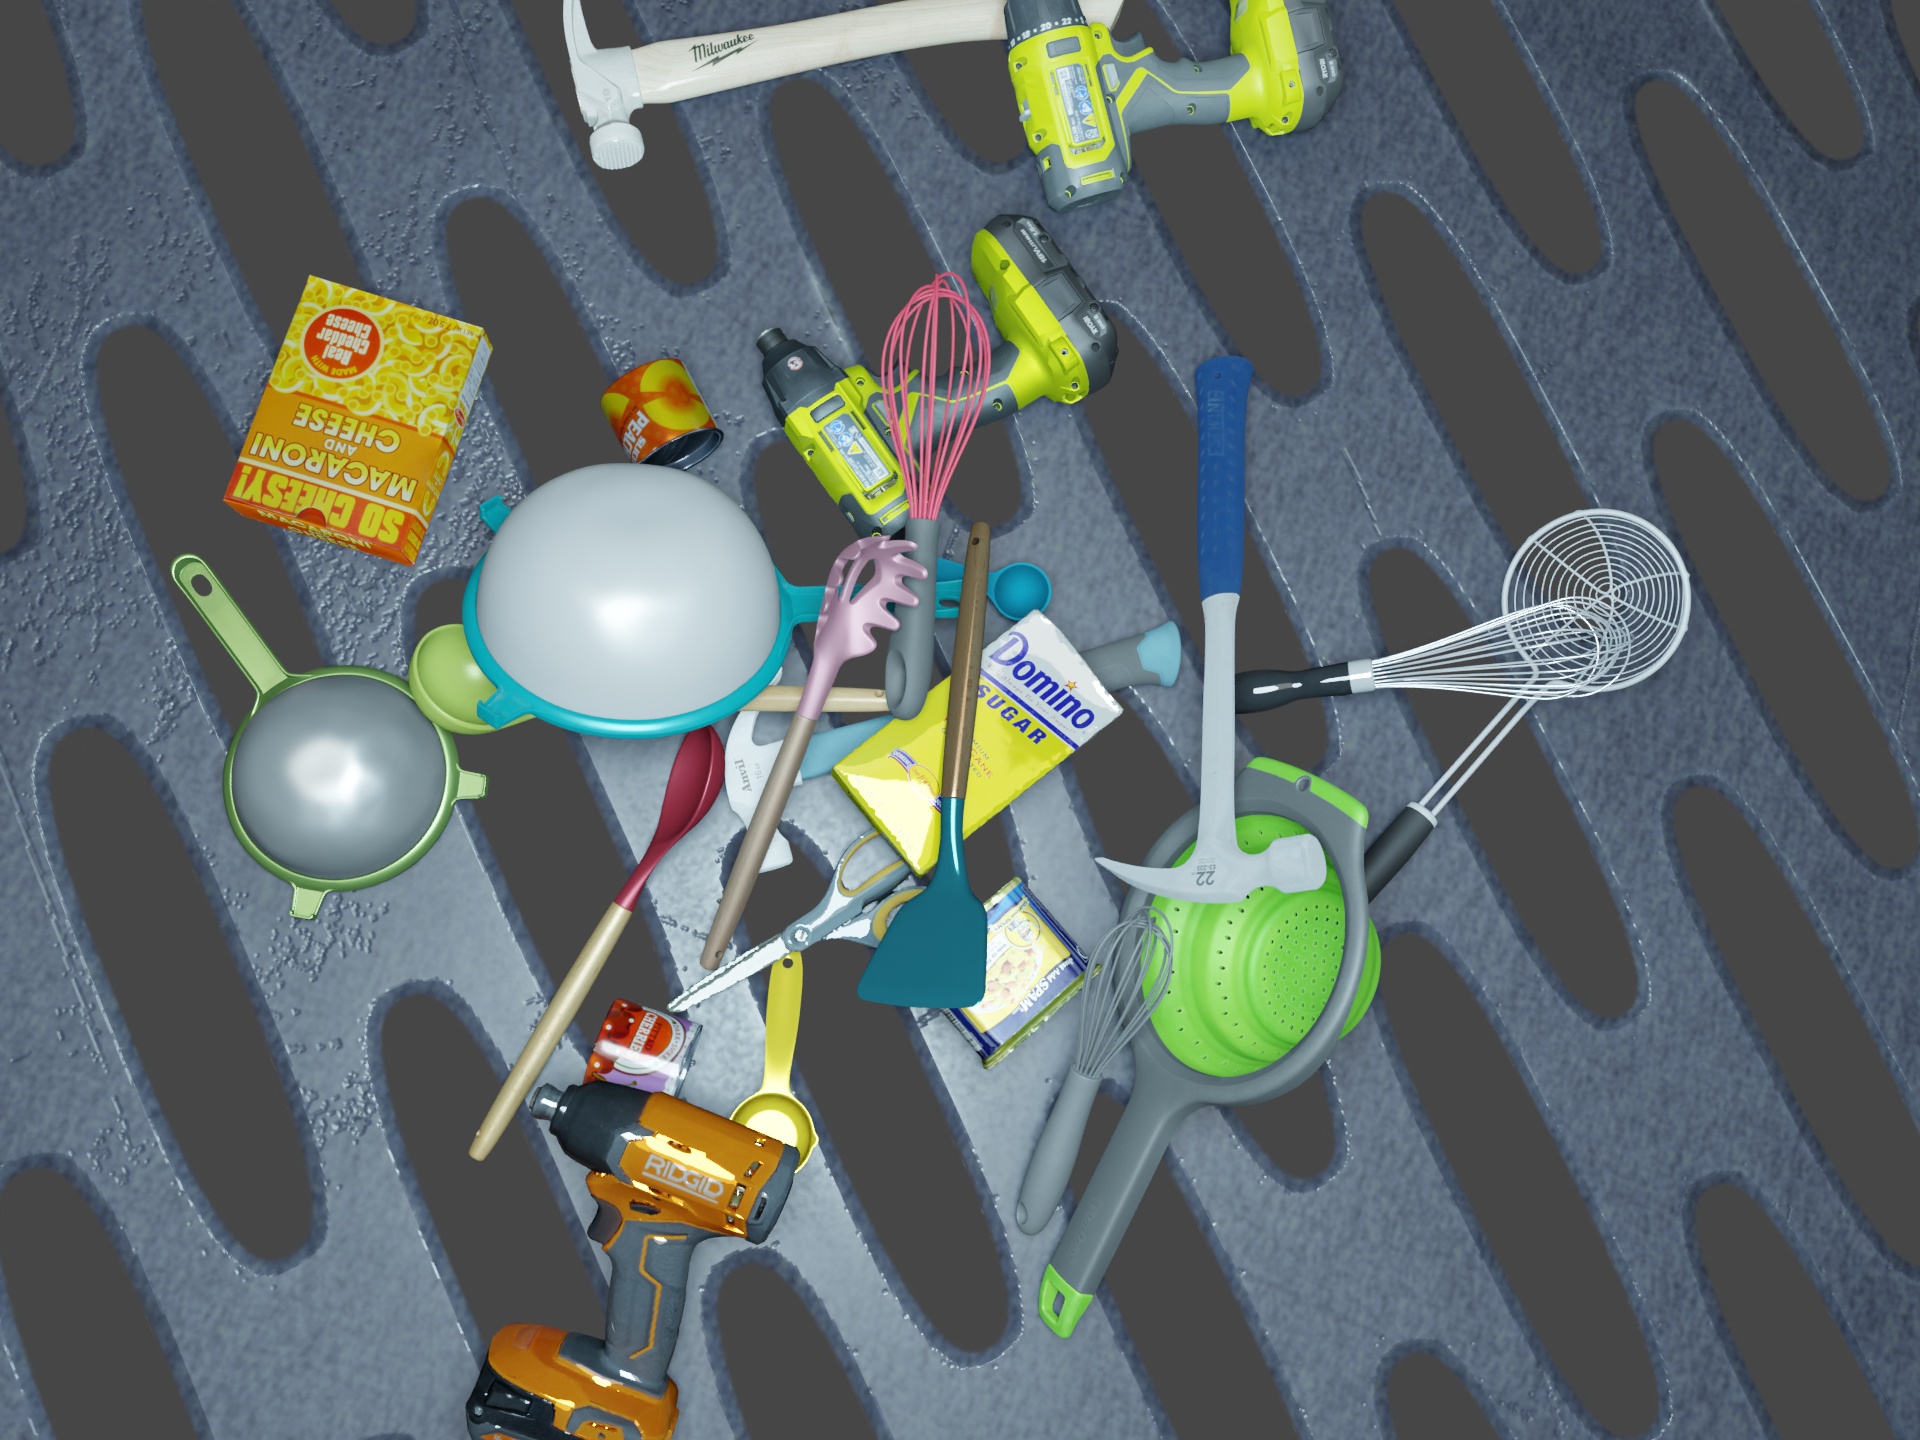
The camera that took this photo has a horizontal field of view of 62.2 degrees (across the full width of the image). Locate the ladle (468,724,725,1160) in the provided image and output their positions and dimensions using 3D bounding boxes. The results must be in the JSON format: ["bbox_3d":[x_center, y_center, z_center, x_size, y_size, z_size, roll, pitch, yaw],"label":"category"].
[{"bbox_3d":[-0.234,0.144,1.037,0.031,0.069,0.315,33,83,-28],"label":"ladle"}]

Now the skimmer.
[{"bbox_3d":[0.358,0.010,1.098,0.127,0.090,0.363,39,80,25],"label":"skimmer"}]

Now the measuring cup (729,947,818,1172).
[{"bbox_3d":[-0.120,0.225,1.049,0.062,0.029,0.157,6,68,-6],"label":"measuring cup"}]

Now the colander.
[{"bbox_3d":[0.168,0.226,1.040,0.094,0.205,0.397,22,95,-37],"label":"colander"}]

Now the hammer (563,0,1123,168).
[{"bbox_3d":[-0.081,-0.511,1.167,0.410,0.038,0.146,-13,81,-9],"label":"hammer"}]

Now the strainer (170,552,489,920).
[{"bbox_3d":[-0.437,-0.009,1.026,0.151,0.069,0.256,-37,88,-11],"label":"strainer"}]

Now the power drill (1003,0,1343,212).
[{"bbox_3d":[0.144,-0.489,1.151,0.228,0.080,0.190,-17,98,-8],"label":"power drill"}]

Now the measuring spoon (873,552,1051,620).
[{"bbox_3d":[0.001,-0.098,1.119,0.128,0.021,0.042,14,80,5],"label":"measuring spoon"}]

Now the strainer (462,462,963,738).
[{"bbox_3d":[-0.146,-0.099,1.022,0.340,0.095,0.211,-2,51,-13],"label":"strainer"}]

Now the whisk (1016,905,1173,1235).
[{"bbox_3d":[0.083,0.228,1.022,0.055,0.055,0.239,18,103,-3],"label":"whisk"}]

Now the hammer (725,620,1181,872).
[{"bbox_3d":[-0.002,-0.003,1.091,0.331,0.033,0.128,-16,84,-9],"label":"hammer"}]

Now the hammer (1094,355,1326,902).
[{"bbox_3d":[0.168,-0.071,1.067,0.144,0.035,0.406,-12,59,31],"label":"hammer"}]

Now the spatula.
[{"bbox_3d":[-0.004,0.022,1.000,0.082,0.044,0.318,0,76,22],"label":"spatula"}]

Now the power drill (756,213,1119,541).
[{"bbox_3d":[-0.018,-0.246,1.109,0.223,0.080,0.171,-35,86,-7],"label":"power drill"}]

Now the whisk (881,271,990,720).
[{"bbox_3d":[-0.022,-0.146,1.028,0.073,0.073,0.296,6,84,-5],"label":"whisk"}]

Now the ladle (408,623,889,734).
[{"bbox_3d":[-0.199,-0.023,1.036,0.320,0.062,0.078,1,52,3],"label":"ladle"}]

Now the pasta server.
[{"bbox_3d":[-0.104,0.024,1.013,0.060,0.040,0.316,13,107,-38],"label":"pasta server"}]

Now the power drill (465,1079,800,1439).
[{"bbox_3d":[-0.214,0.331,0.962,0.164,0.084,0.226,24,94,-3],"label":"power drill"}]

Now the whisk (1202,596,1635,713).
[{"bbox_3d":[0.305,-0.035,1.078,0.284,0.070,0.070,-9,81,17],"label":"whisk"}]
